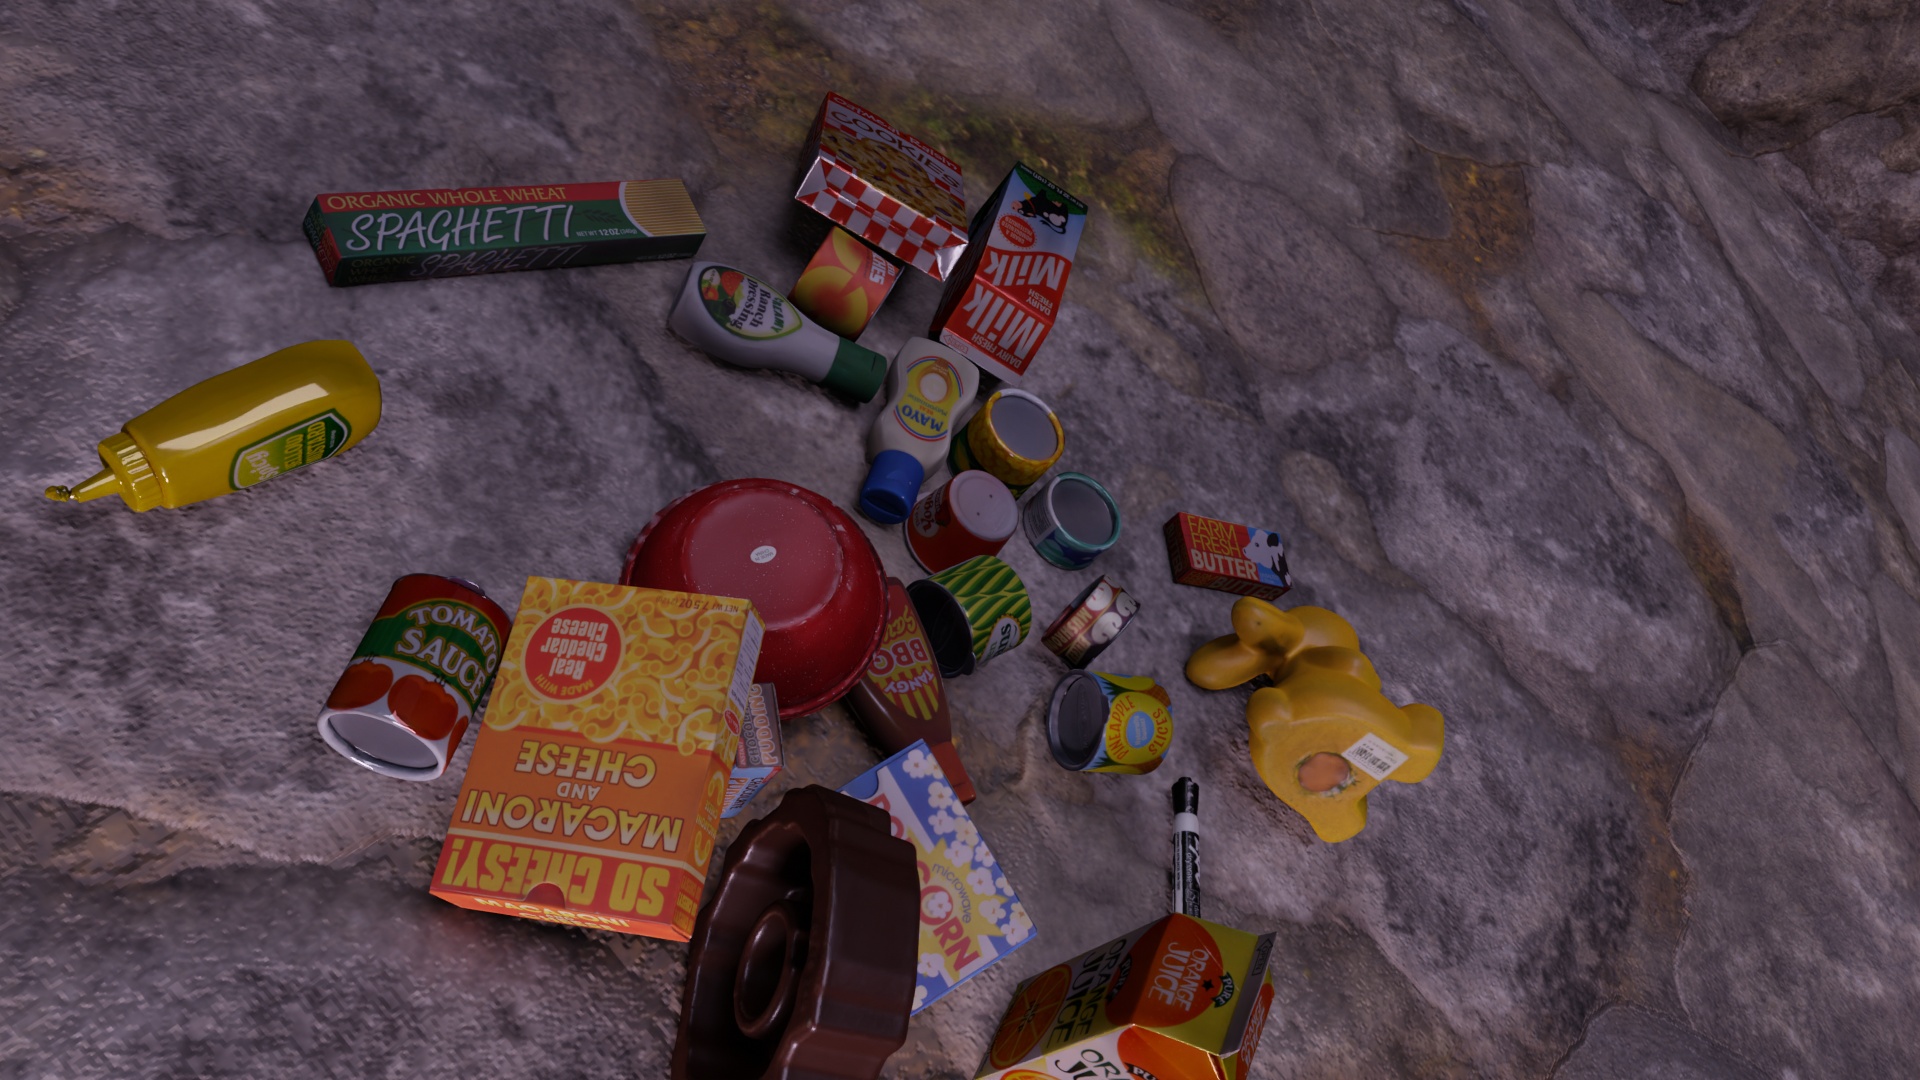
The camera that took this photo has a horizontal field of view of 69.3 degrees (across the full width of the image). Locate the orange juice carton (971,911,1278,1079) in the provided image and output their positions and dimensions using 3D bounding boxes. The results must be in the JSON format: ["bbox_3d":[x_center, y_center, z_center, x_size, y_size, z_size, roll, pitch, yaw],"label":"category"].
[{"bbox_3d":[0.095,0.260,0.732,0.073,0.191,0.072,41,46,-6],"label":"orange juice carton"}]

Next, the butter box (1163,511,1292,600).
[{"bbox_3d":[0.209,0.012,1.084,0.103,0.024,0.053,10,56,-29],"label":"butter box"}]

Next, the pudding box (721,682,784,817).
[{"bbox_3d":[-0.125,0.116,0.755,0.030,0.083,0.050,3,61,-29],"label":"pudding box"}]

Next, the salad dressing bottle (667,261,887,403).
[{"bbox_3d":[-0.123,-0.139,0.949,0.147,0.043,0.064,23,53,-20],"label":"salad dressing bottle"}]

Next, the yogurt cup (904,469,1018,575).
[{"bbox_3d":[0.003,-0.012,0.943,0.072,0.053,0.073,17,54,-25],"label":"yogurt cup"}]

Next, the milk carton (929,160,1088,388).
[{"bbox_3d":[0.035,-0.199,1.073,0.072,0.073,0.191,29,49,-15],"label":"milk carton"}]

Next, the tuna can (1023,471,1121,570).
[{"bbox_3d":[0.084,-0.014,1.012,0.071,0.032,0.071,17,53,-24],"label":"tuna can"}]

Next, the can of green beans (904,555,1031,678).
[{"bbox_3d":[0.004,0.048,0.896,0.058,0.071,0.071,-21,74,-41],"label":"can of green beans"}]

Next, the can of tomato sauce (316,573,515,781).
[{"bbox_3d":[-0.271,0.068,0.697,0.071,0.071,0.083,28,50,-16],"label":"can of tomato sauce"}]

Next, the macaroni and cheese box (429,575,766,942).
[{"bbox_3d":[-0.178,0.105,0.695,0.124,0.040,0.167,5,64,9],"label":"macaroni and cheese box"}]

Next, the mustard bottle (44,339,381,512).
[{"bbox_3d":[-0.380,-0.051,0.711,0.161,0.065,0.049,-33,77,-37],"label":"mustard bottle"}]

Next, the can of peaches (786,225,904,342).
[{"bbox_3d":[-0.082,-0.182,0.986,0.058,0.071,0.071,33,48,-10],"label":"can of peaches"}]

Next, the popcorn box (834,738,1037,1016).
[{"bbox_3d":[-0.026,0.189,0.780,0.085,0.038,0.127,-30,79,-12],"label":"popcorn box"}]

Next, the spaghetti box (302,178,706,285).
[{"bbox_3d":[-0.283,-0.201,0.893,0.251,0.028,0.050,-15,70,-39],"label":"spaghetti box"}]

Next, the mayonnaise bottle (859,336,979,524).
[{"bbox_3d":[-0.033,-0.076,0.969,0.065,0.041,0.149,26,49,-10],"label":"mayonnaise bottle"}]

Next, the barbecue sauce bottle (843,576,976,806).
[{"bbox_3d":[-0.037,0.098,0.852,0.065,0.043,0.149,-14,70,-34],"label":"barbecue sauce bottle"}]

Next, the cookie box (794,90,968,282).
[{"bbox_3d":[-0.057,-0.270,1.043,0.123,0.040,0.168,26,28,-18],"label":"cookie box"}]

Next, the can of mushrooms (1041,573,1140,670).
[{"bbox_3d":[0.087,0.057,0.945,0.033,0.070,0.071,44,47,-1],"label":"can of mushrooms"}]

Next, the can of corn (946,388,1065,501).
[{"bbox_3d":[0.033,-0.065,0.994,0.071,0.058,0.071,17,53,-24],"label":"can of corn"}]

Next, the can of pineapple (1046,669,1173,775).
[{"bbox_3d":[0.099,0.120,0.910,0.058,0.070,0.071,9,57,-29],"label":"can of pineapple"}]
